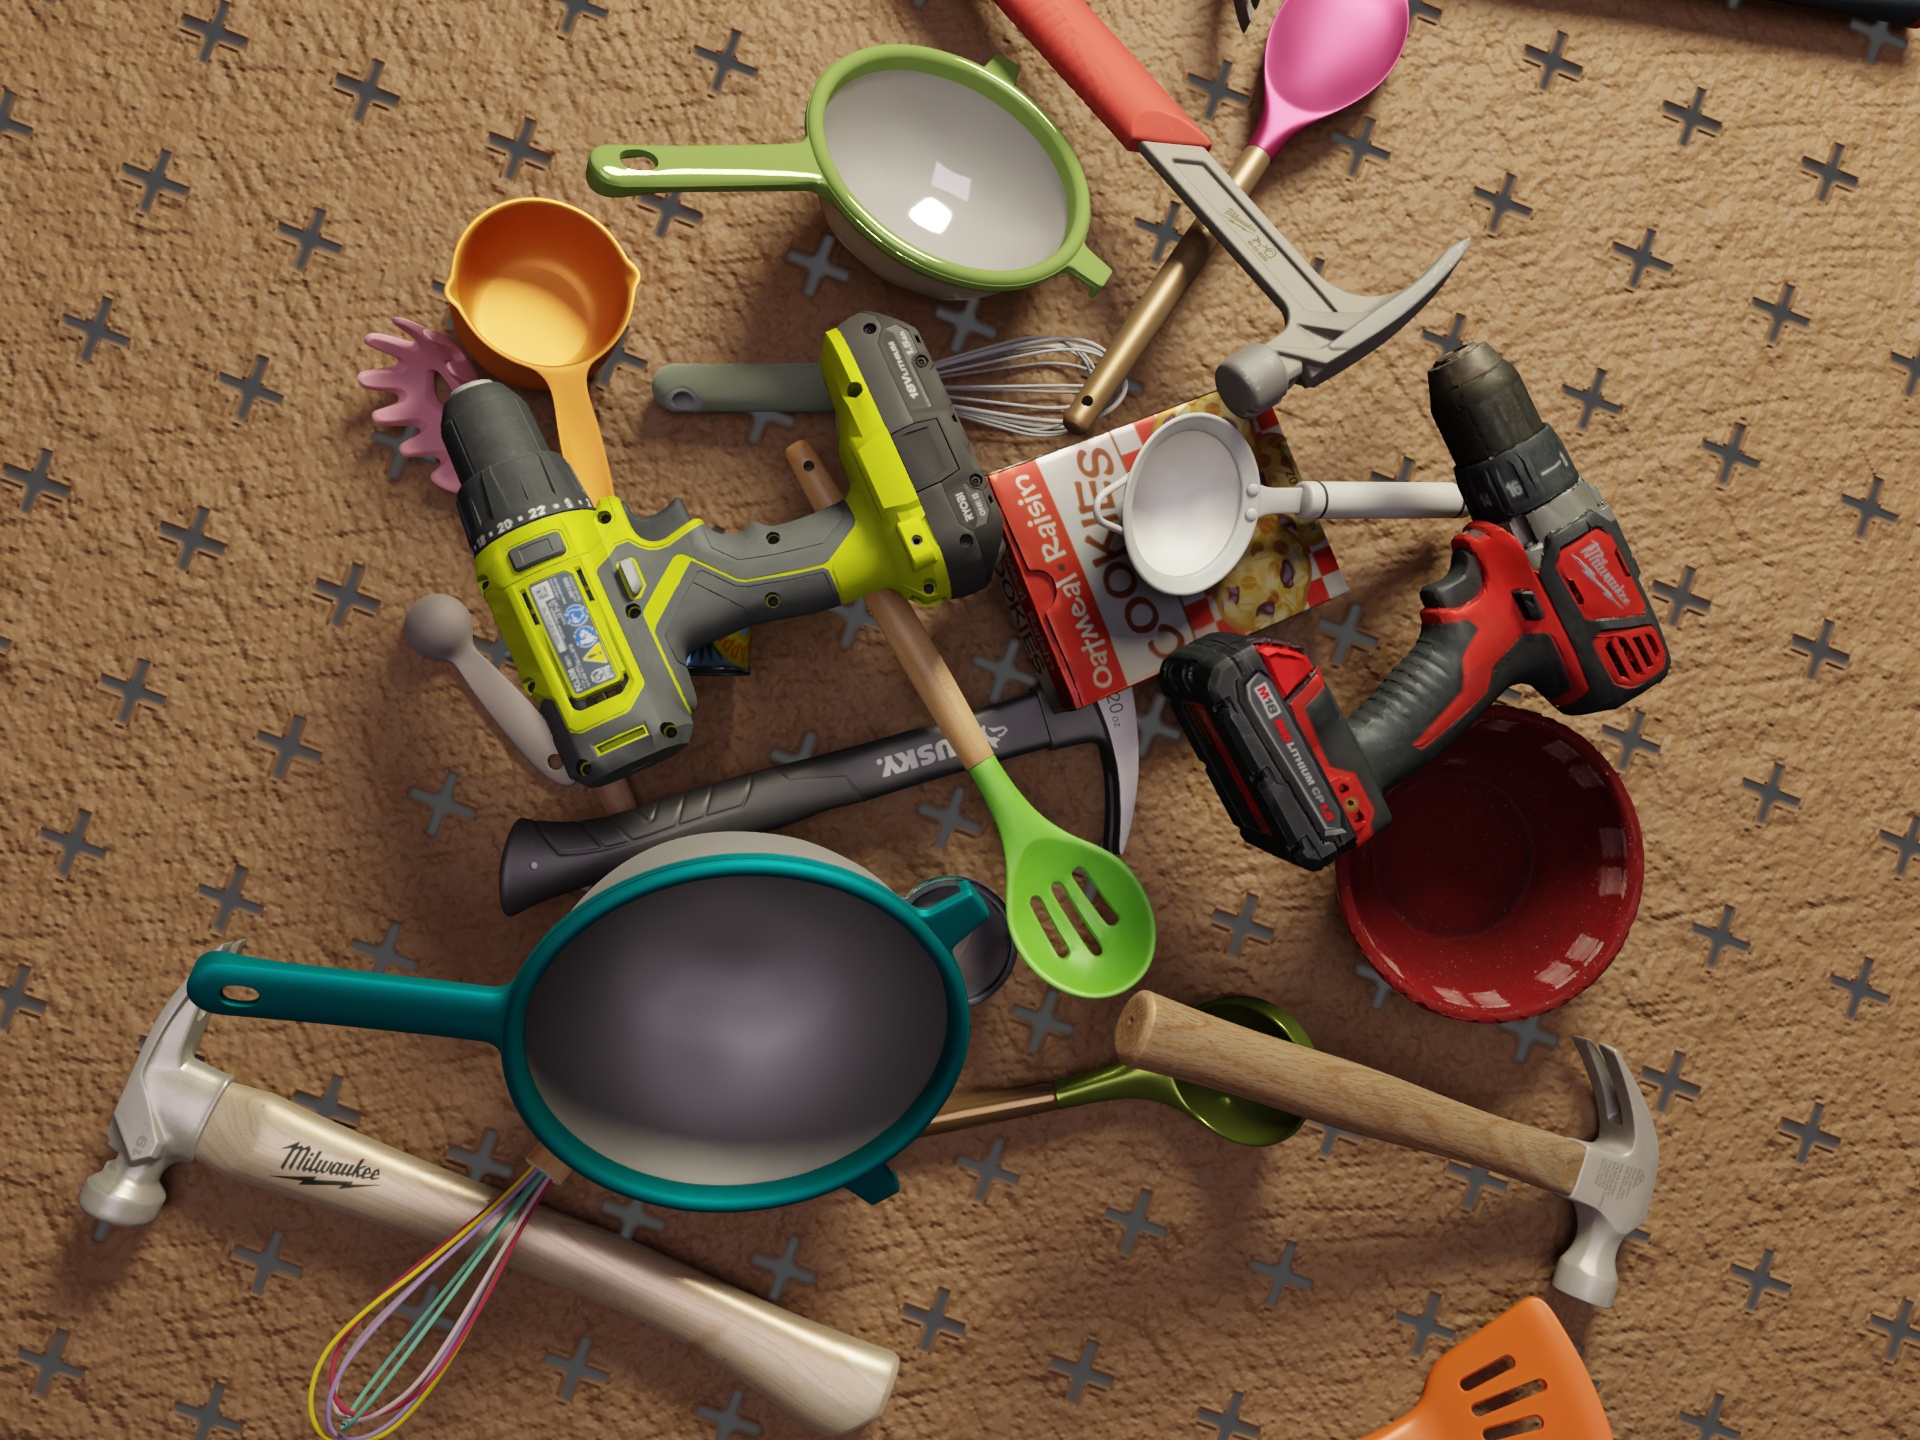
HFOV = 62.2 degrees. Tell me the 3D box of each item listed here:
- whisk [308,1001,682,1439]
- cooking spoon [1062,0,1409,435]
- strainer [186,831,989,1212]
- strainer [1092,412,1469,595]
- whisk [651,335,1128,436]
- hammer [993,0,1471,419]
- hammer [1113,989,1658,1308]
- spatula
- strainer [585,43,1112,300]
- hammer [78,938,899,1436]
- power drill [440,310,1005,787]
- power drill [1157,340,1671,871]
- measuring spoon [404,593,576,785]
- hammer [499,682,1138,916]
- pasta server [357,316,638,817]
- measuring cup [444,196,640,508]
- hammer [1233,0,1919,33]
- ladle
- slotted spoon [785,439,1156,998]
[{"bbox_3d":[-0.217,0.232,0.761,0.047,0.051,0.245,35,62,4],"label":"whisk"},{"bbox_3d":[0.141,-0.273,0.823,0.069,0.017,0.319,32,76,5],"label":"cooking spoon"},{"bbox_3d":[-0.167,0.117,0.742,0.340,0.095,0.211,9,119,-13],"label":"strainer"},{"bbox_3d":[0.165,-0.108,0.790,0.258,0.050,0.087,-4,106,-26],"label":"strainer"},{"bbox_3d":[-0.036,-0.174,0.824,0.246,0.057,0.059,0,55,-1],"label":"whisk"},{"bbox_3d":[0.089,-0.320,0.801,0.149,0.036,0.359,-35,79,-16],"label":"hammer"},{"bbox_3d":[0.220,0.192,0.787,0.331,0.031,0.130,22,84,-22],"label":"hammer"},{"bbox_3d":[0.169,0.393,0.823,0.322,0.041,0.081,-20,61,-2],"label":"spatula"},{"bbox_3d":[-0.060,-0.251,0.775,0.256,0.069,0.152,-11,69,-28],"label":"strainer"},{"bbox_3d":[-0.221,0.252,0.806,0.410,0.038,0.146,23,86,-3],"label":"hammer"},{"bbox_3d":[-0.113,-0.098,0.735,0.228,0.080,0.190,-24,87,-6],"label":"power drill"},{"bbox_3d":[0.210,-0.053,0.754,0.226,0.080,0.188,-30,99,-7],"label":"power drill"},{"bbox_3d":[-0.240,-0.014,0.817,0.034,0.018,0.124,-41,92,-4],"label":"measuring spoon"},{"bbox_3d":[-0.068,0.037,0.806,0.334,0.035,0.146,-17,90,-9],"label":"hammer"},{"bbox_3d":[-0.220,-0.054,0.810,0.060,0.040,0.316,-21,93,30],"label":"pasta server"},{"bbox_3d":[-0.202,-0.169,0.798,0.095,0.052,0.173,-13,90,-22],"label":"measuring cup"},{"bbox_3d":[0.335,-0.405,0.844,0.386,0.038,0.143,9,81,-4],"label":"hammer"},{"bbox_3d":[0.023,0.200,0.812,0.320,0.062,0.078,-10,94,-1],"label":"ladle"},{"bbox_3d":[-0.001,-0.003,0.788,0.070,0.031,0.314,-31,90,-9],"label":"slotted spoon"}]
